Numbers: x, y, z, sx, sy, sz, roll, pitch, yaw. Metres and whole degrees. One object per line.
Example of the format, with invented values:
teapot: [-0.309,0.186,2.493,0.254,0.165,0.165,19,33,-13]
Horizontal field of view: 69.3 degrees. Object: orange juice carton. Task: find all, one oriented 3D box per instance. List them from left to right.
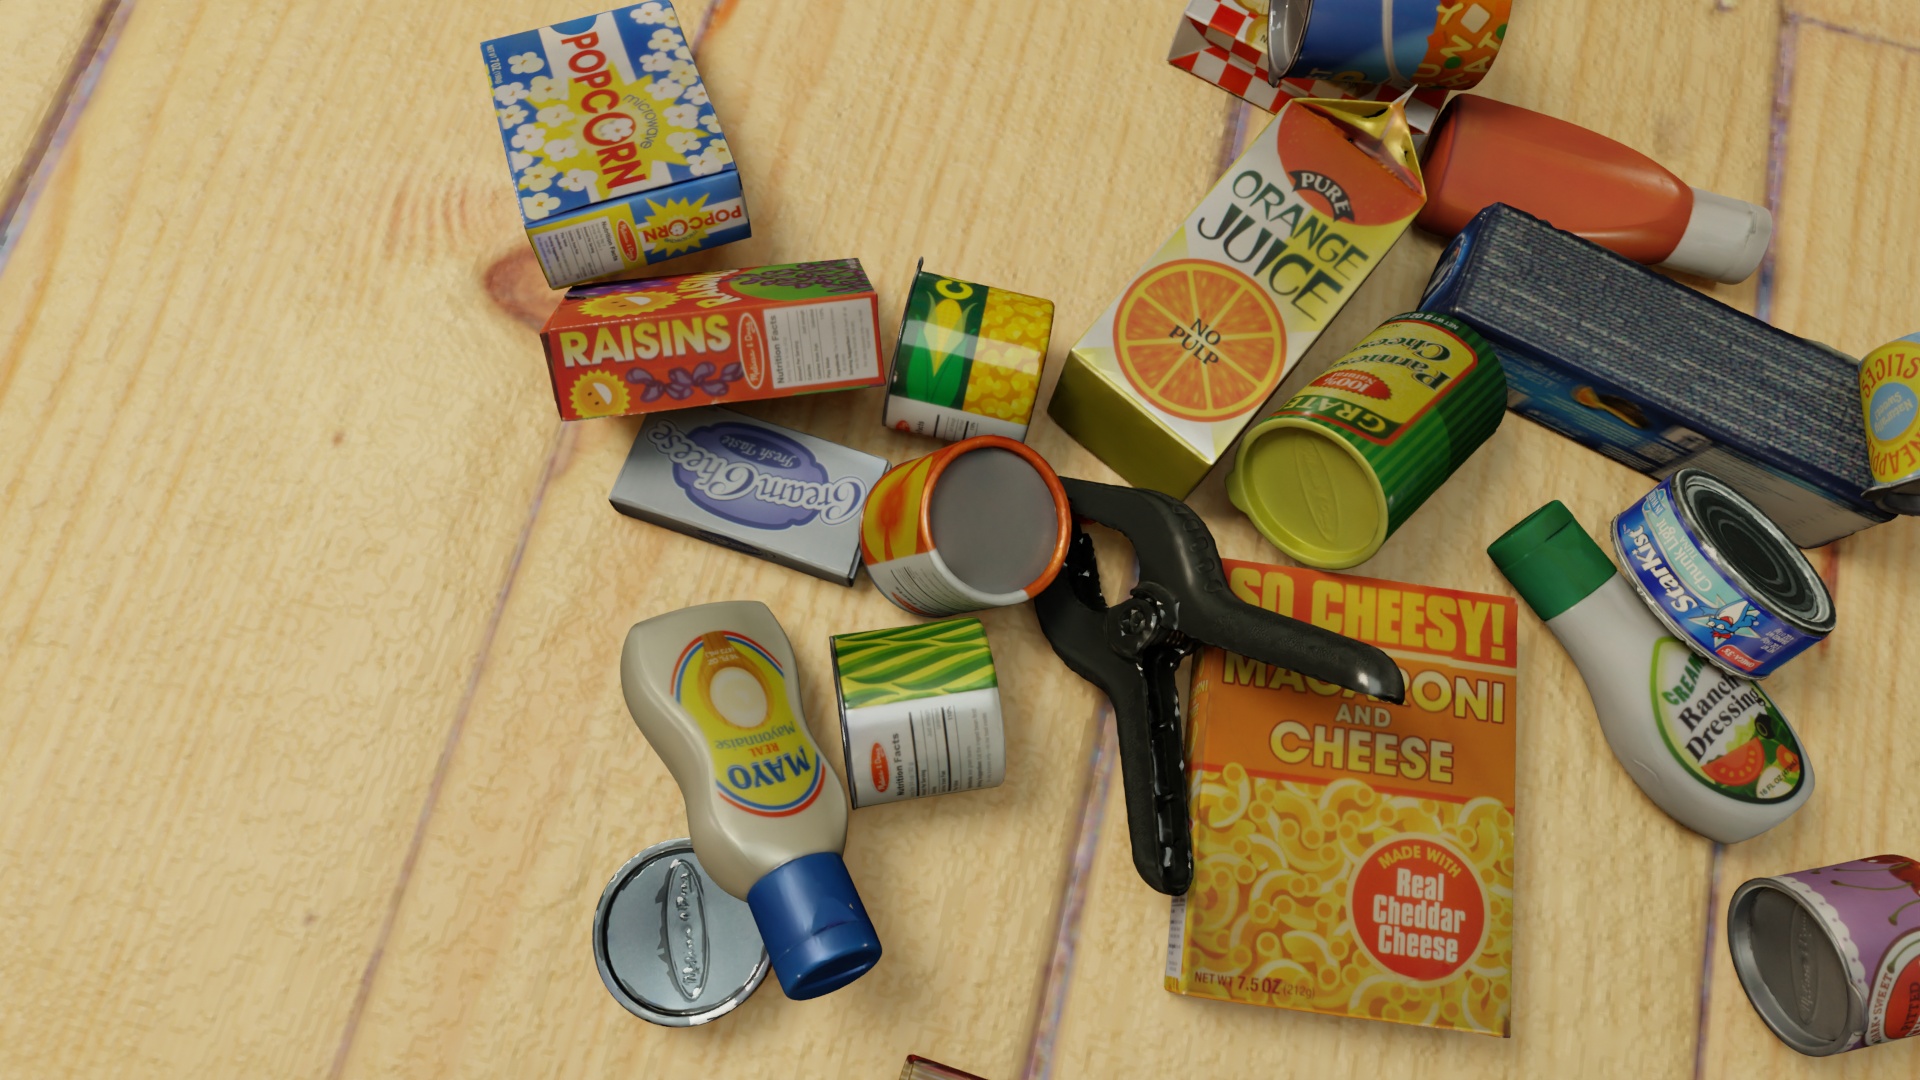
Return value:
orange juice carton: [0.126,-0.111,0.586,0.073,0.071,0.193,39,75,6]

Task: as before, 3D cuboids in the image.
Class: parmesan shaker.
parmesan shaker: [0.164,-0.043,0.559,0.071,0.071,0.103,47,56,9]

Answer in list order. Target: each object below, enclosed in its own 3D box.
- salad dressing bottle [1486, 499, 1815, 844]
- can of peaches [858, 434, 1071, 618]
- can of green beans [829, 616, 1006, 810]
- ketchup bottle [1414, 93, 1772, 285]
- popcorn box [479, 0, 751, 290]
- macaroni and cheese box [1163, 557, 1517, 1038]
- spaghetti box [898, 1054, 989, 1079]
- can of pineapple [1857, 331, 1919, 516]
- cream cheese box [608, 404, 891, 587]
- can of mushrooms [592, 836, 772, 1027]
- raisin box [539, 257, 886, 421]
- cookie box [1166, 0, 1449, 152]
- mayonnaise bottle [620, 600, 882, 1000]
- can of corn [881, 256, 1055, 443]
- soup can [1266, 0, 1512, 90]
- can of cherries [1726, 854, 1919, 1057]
salad dressing bottle: [0.277,0.051,0.566,0.064,0.043,0.148,-34,79,-18]
can of peaches: [0.002,-0.007,0.543,0.071,0.058,0.071,4,82,-27]
can of green beans: [-0.017,0.065,0.528,0.058,0.071,0.071,-8,75,-7]
ketchup bottle: [0.284,-0.152,0.625,0.149,0.043,0.065,16,74,0]
popcorn box: [-0.145,-0.167,0.579,0.085,0.038,0.127,-18,56,-9]
macaroni and cheese box: [0.150,0.098,0.544,0.124,0.040,0.167,8,74,-1]
spaghetti box: [0.091,0.250,0.502,0.250,0.028,0.050,18,74,1]
can of pineapple: [0.381,-0.045,0.528,0.071,0.071,0.058,3,75,-3]
cream cheese box: [-0.085,-0.022,0.569,0.104,0.024,0.053,18,74,1]
can of mushrooms: [-0.098,0.145,0.516,0.071,0.033,0.071,1,73,-4]
raisin box: [-0.096,-0.082,0.552,0.123,0.086,0.040,-8,112,-6]
cookie box: [0.190,-0.273,0.654,0.123,0.040,0.168,28,74,4]
mayonnaise bottle: [-0.073,0.090,0.504,0.065,0.041,0.148,-10,54,-30]
can of corn: [0.004,-0.075,0.569,0.058,0.071,0.071,13,74,-1]
soup can: [0.179,-0.224,0.587,0.084,0.071,0.071,3,74,-4]
can of cherries: [0.340,0.158,0.526,0.058,0.071,0.071,-8,75,-7]
